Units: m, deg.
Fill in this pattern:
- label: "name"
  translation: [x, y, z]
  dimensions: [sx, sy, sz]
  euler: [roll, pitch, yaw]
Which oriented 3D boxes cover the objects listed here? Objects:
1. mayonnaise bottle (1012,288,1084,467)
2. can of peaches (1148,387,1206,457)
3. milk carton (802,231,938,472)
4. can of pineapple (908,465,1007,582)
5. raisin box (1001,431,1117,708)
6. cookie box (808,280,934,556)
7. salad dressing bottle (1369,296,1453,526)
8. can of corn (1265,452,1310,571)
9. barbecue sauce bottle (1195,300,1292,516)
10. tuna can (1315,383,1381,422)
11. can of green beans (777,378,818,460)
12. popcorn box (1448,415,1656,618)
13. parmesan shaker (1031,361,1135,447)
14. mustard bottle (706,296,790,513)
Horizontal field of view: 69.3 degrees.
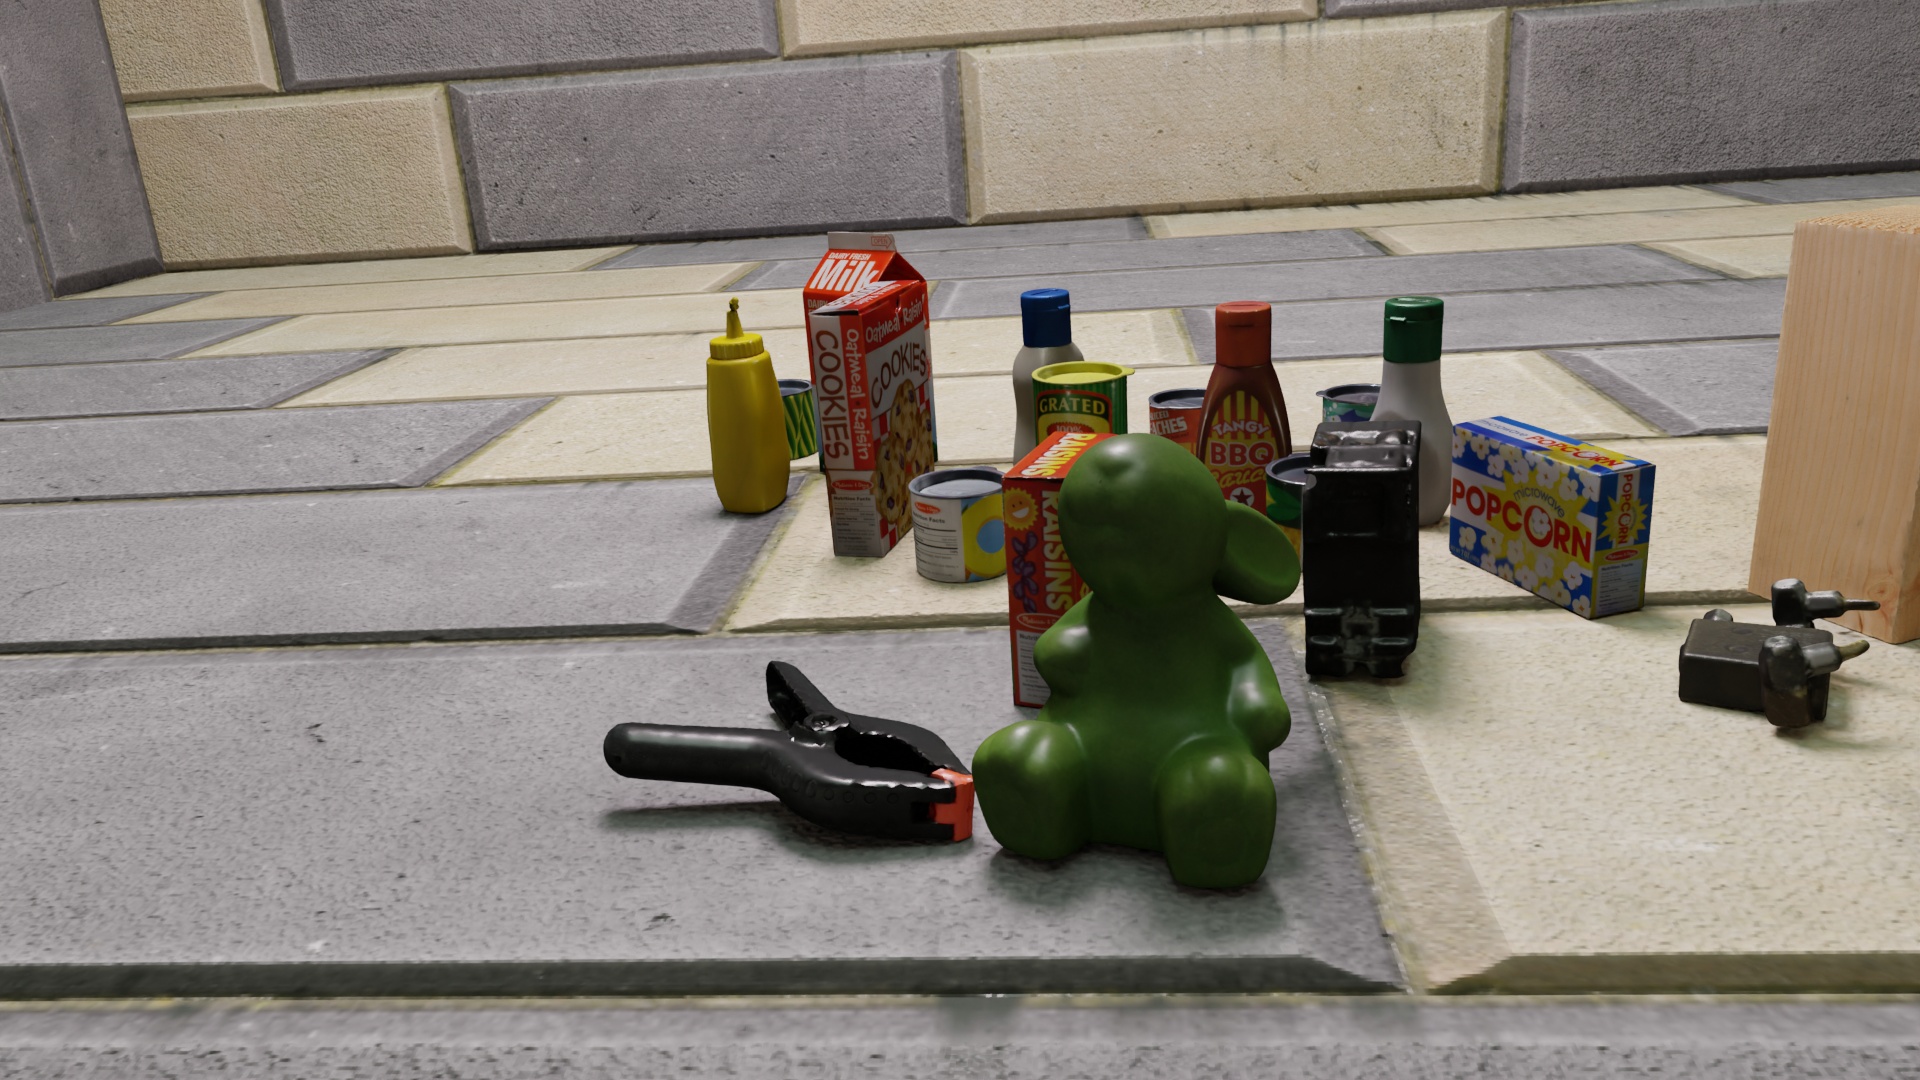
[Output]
- label: "mayonnaise bottle"
  translation: [0.066, -0.111, 1.033]
  dimensions: [0.065, 0.147, 0.041]
  euler: [-20, 24, -39]
- label: "can of peaches"
  translation: [0.176, -0.081, 1.063]
  dimensions: [0.071, 0.058, 0.071]
  euler: [-4, 19, 1]
- label: "milk carton"
  translation: [-0.072, -0.149, 1.105]
  dimensions: [0.072, 0.189, 0.074]
  euler: [10, 23, 36]
- label: "can of pineapple"
  translation: [0.003, -0.011, 0.895]
  dimensions: [0.071, 0.057, 0.071]
  euler: [-4, 19, 1]
- label: "raisin box"
  translation: [0.055, 0.014, 0.713]
  dimensions: [0.040, 0.123, 0.086]
  euler: [4, 20, 23]
- label: "cookie box"
  translation: [-0.056, -0.088, 0.961]
  dimensions: [0.040, 0.166, 0.123]
  euler: [2, 20, 17]
- label: "salad dressing bottle"
  translation: [0.295, -0.084, 0.911]
  dimensions: [0.044, 0.147, 0.064]
  euler: [-19, 23, -37]
- label: "can of corn"
  translation: [0.224, -0.018, 0.871]
  dimensions: [0.071, 0.058, 0.071]
  euler: [-4, 19, 1]
- label: "barbecue sauce bottle"
  translation: [0.189, -0.084, 0.930]
  dimensions: [0.065, 0.148, 0.044]
  euler: [1, 19, 16]
- label: "tuna can"
  translation: [0.328, -0.106, 1.141]
  dimensions: [0.071, 0.032, 0.071]
  euler: [-4, 19, 1]
- label: "can of green beans"
  translation: [-0.157, -0.104, 1.193]
  dimensions: [0.071, 0.057, 0.071]
  euler: [-4, 19, 1]
- label: "popcorn box"
  translation: [0.337, -0.017, 0.803]
  dimensions: [0.038, 0.085, 0.127]
  euler: [-10, 20, -16]
- label: "parmesan shaker"
  translation: [0.088, -0.068, 0.974]
  dimensions: [0.071, 0.102, 0.071]
  euler: [-4, 19, 1]
- label: "mustard bottle"
  translation: [-0.162, -0.103, 1.036]
  dimensions: [0.049, 0.159, 0.065]
  euler: [1, 19, 15]
